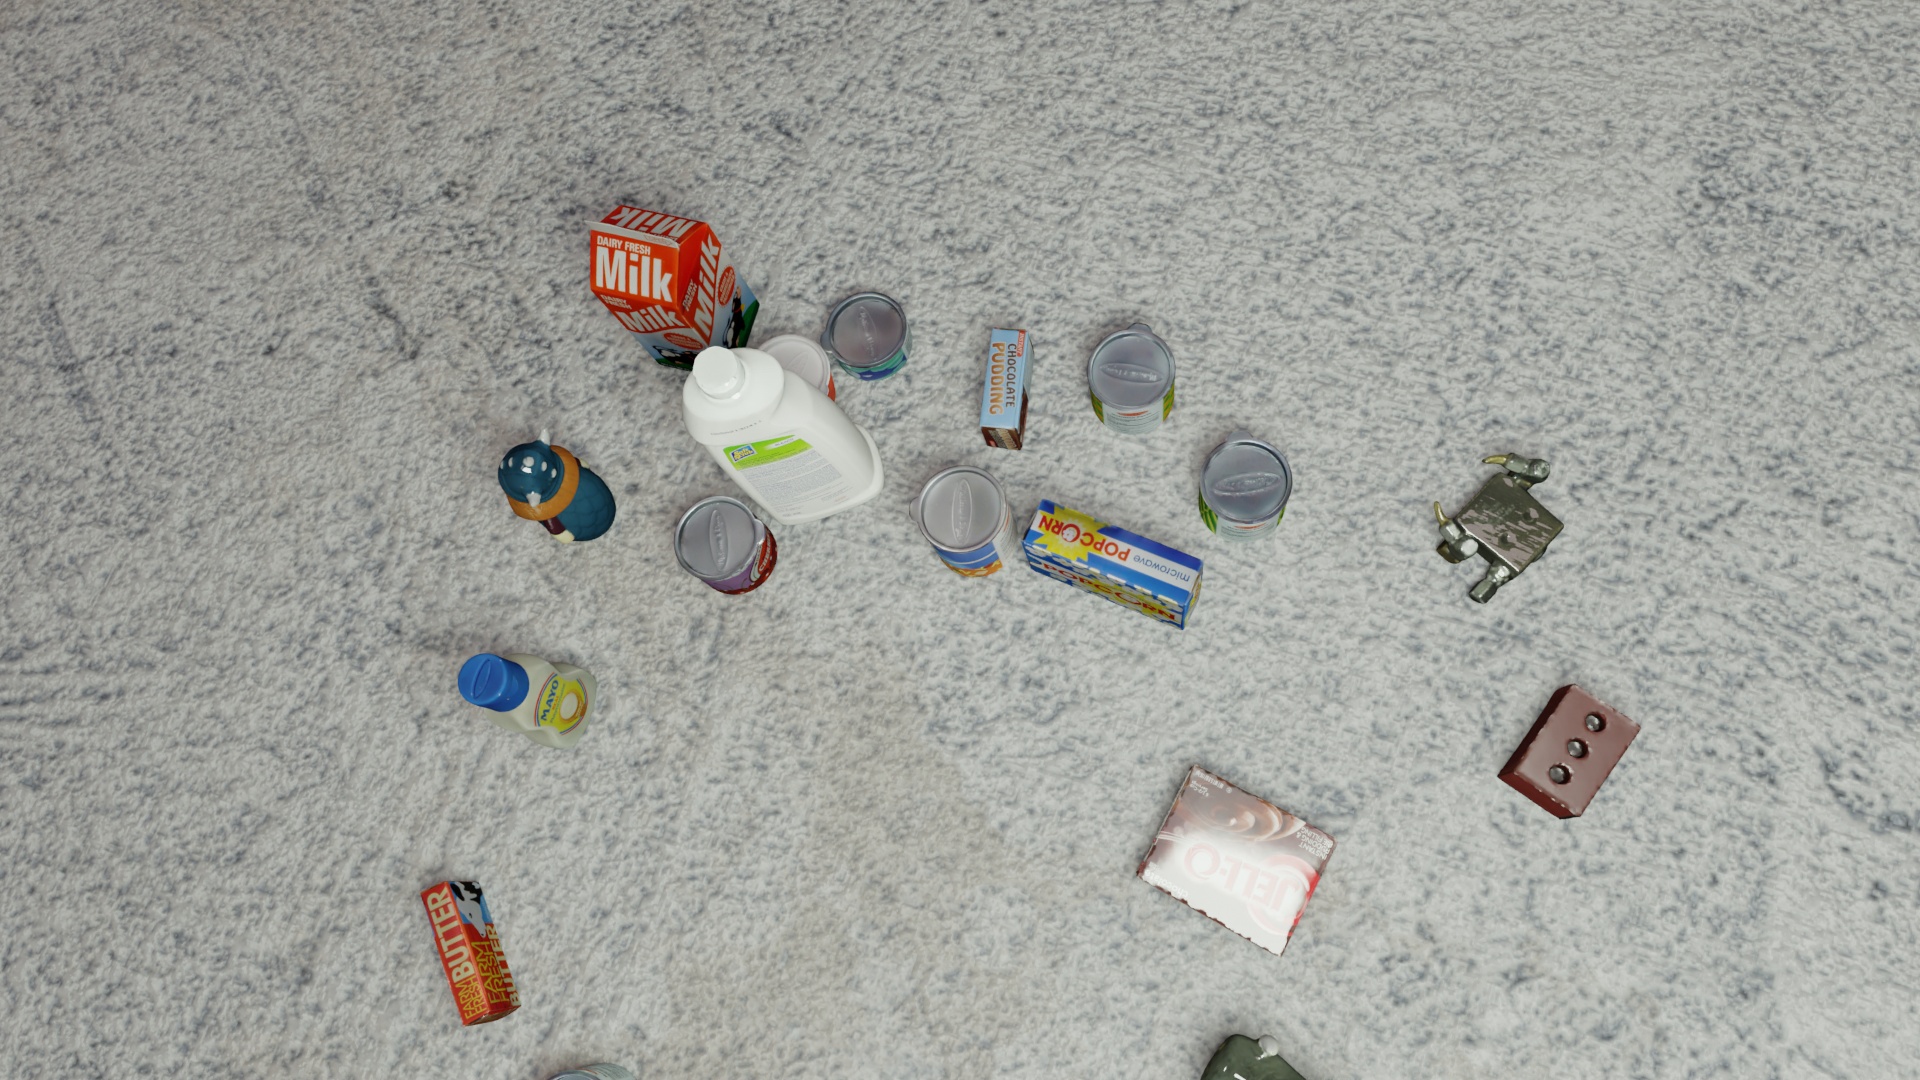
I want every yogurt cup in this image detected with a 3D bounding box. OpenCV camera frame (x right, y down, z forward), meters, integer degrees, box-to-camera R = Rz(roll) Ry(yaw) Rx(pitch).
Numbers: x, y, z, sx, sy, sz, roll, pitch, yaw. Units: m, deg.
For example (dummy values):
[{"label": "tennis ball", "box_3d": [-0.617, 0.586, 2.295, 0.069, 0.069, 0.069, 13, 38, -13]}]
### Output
[{"label": "yogurt cup", "box_3d": [-0.131, -0.123, 1.102, 0.072, 0.054, 0.072, -2, 75, 8]}]

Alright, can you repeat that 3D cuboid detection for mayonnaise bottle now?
[{"label": "mayonnaise bottle", "box_3d": [-0.315, 0.113, 1.014, 0.041, 0.148, 0.065, 13, 78, 11]}]

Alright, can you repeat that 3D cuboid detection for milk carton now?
[{"label": "milk carton", "box_3d": [-0.221, -0.194, 1.063, 0.072, 0.190, 0.073, 13, 78, 11]}]

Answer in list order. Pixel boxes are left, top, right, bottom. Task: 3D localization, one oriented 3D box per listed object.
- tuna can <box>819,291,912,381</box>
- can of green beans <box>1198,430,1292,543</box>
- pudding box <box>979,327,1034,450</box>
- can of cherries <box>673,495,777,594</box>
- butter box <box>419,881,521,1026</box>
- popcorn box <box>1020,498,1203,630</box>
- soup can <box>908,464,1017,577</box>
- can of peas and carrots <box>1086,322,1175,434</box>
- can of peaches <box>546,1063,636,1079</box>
[{"label": "tuna can", "box_3d": [-0.075, -0.163, 1.116, 0.071, 0.032, 0.071, -2, 75, 8]}, {"label": "can of green beans", "box_3d": [0.210, -0.036, 1.028, 0.071, 0.057, 0.071, -2, 75, 8]}, {"label": "pudding box", "box_3d": [0.037, -0.118, 1.079, 0.030, 0.049, 0.084, 5, 76, 10]}, {"label": "can of cherries", "box_3d": [-0.178, 0.005, 1.071, 0.071, 0.058, 0.071, -2, 75, 8]}, {"label": "butter box", "box_3d": [-0.359, 0.301, 1.018, 0.024, 0.053, 0.104, -26, 73, 1]}, {"label": "popcorn box", "box_3d": [0.112, 0.019, 1.013, 0.127, 0.085, 0.038, 22, 79, 13]}, {"label": "soup can", "box_3d": [0.004, -0.013, 1.037, 0.071, 0.083, 0.071, -2, 75, 8]}, {"label": "can of peas and carrots", "box_3d": [0.131, -0.123, 1.063, 0.071, 0.058, 0.071, -2, 75, 8]}, {"label": "can of peaches", "box_3d": [-0.262, 0.406, 0.973, 0.071, 0.058, 0.071, -2, 75, 8]}]
